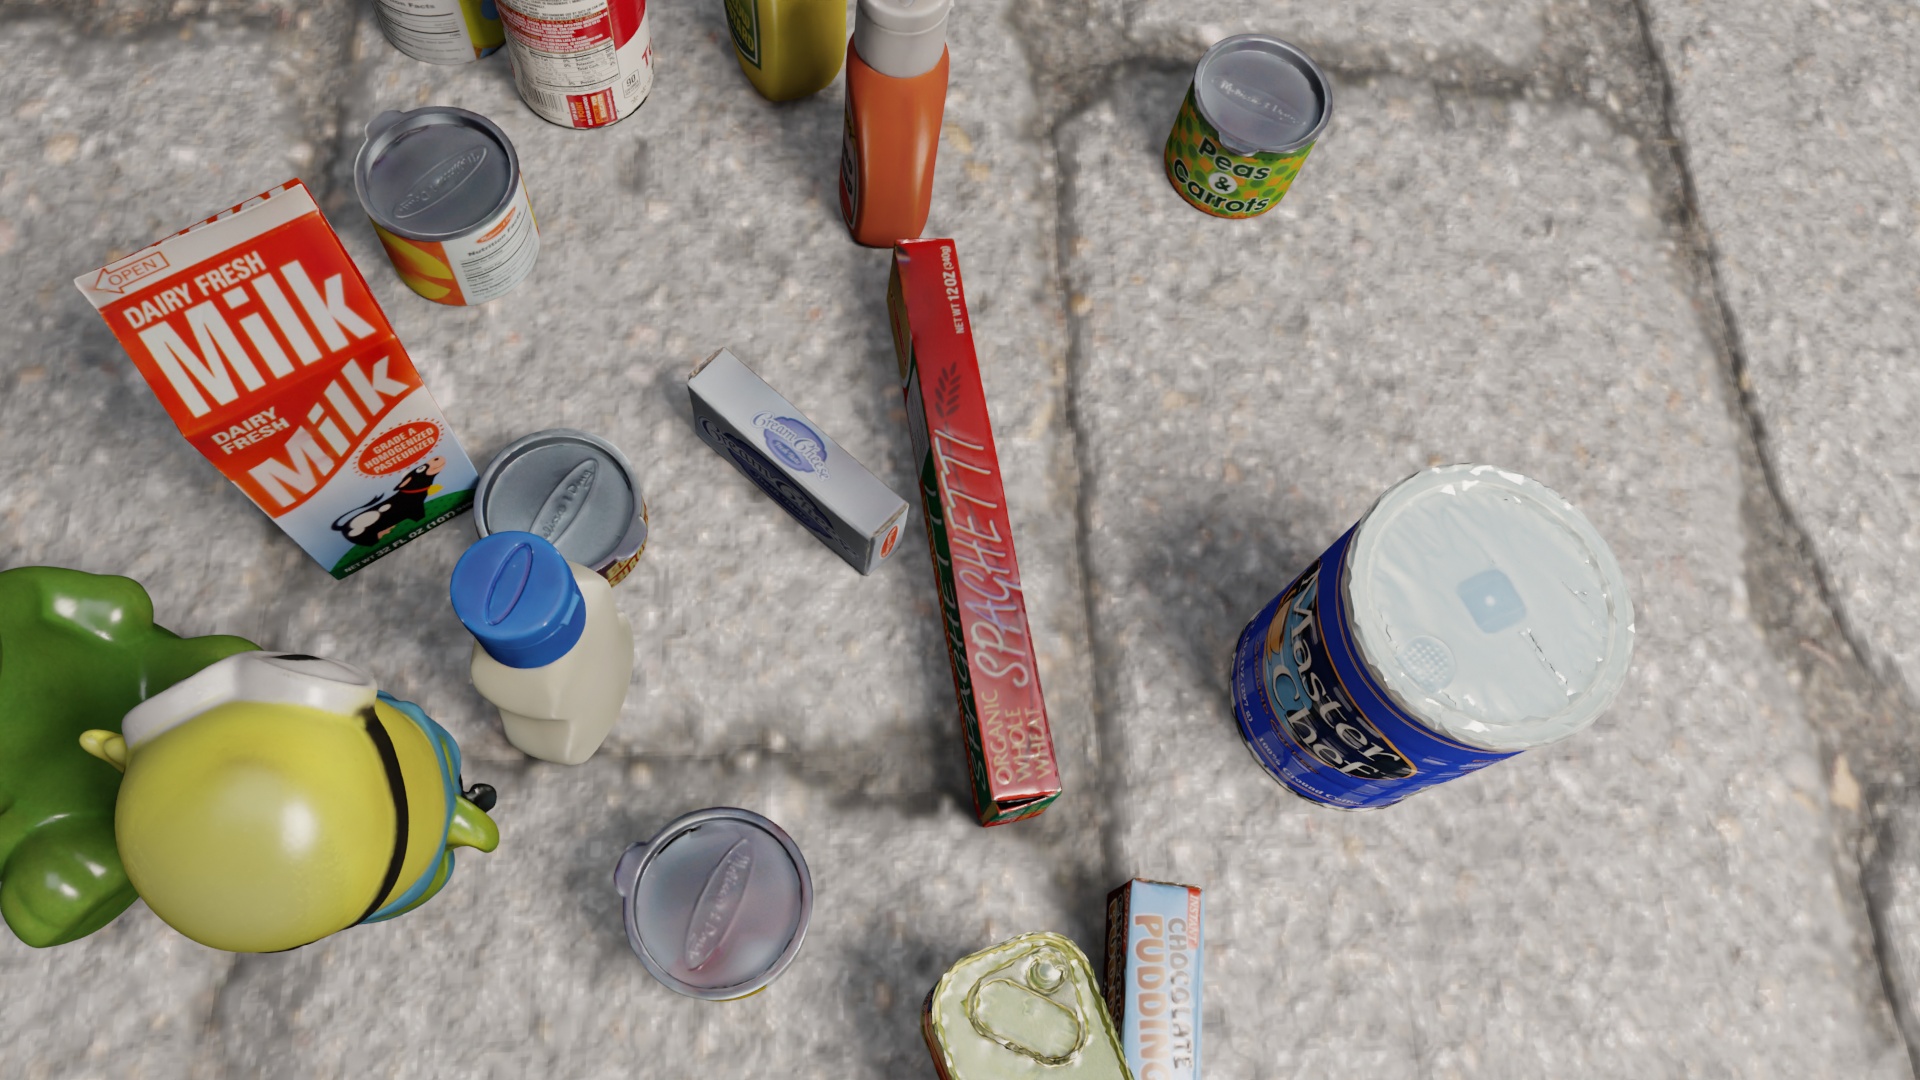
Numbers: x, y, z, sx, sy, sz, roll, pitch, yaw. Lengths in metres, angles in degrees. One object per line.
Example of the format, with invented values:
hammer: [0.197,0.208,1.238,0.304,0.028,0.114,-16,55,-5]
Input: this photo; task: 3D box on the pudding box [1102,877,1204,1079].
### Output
pudding box: [0.072,0.174,0.525,0.030,0.049,0.084,7,69,-4]

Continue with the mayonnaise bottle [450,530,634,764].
mayonnaise bottle: [-0.147,0.037,0.496,0.041,0.147,0.065,17,69,0]

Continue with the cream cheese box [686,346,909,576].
cream cheese box: [-0.069,-0.031,0.582,0.104,0.053,0.024,40,71,8]

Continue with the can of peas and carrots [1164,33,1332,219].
can of peas and carrots: [0.135,-0.195,0.664,0.071,0.058,0.071,2,70,-6]

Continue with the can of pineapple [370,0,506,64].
can of pineapple: [-0.243,-0.267,0.645,0.071,0.057,0.071,2,70,-6]

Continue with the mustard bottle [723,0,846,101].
mustard bottle: [-0.078,-0.262,0.609,0.049,0.159,0.065,-23,75,-14]

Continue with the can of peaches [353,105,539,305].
can of peaches: [-0.222,-0.145,0.603,0.071,0.058,0.071,2,70,-6]

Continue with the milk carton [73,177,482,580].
milk carton: [-0.237,-0.060,0.498,0.072,0.190,0.073,-31,77,-16]

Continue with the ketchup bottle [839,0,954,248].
ketchup bottle: [-0.028,-0.189,0.594,0.043,0.148,0.065,-1,70,-7]

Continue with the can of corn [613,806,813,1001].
can of corn: [-0.091,0.135,0.515,0.071,0.058,0.071,2,70,-6]

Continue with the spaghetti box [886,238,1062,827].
spaghetti box: [0.002,-0.007,0.583,0.029,0.050,0.251,-7,71,-9]

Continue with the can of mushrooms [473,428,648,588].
can of mushrooms: [-0.161,-0.009,0.573,0.071,0.033,0.071,2,70,-6]
